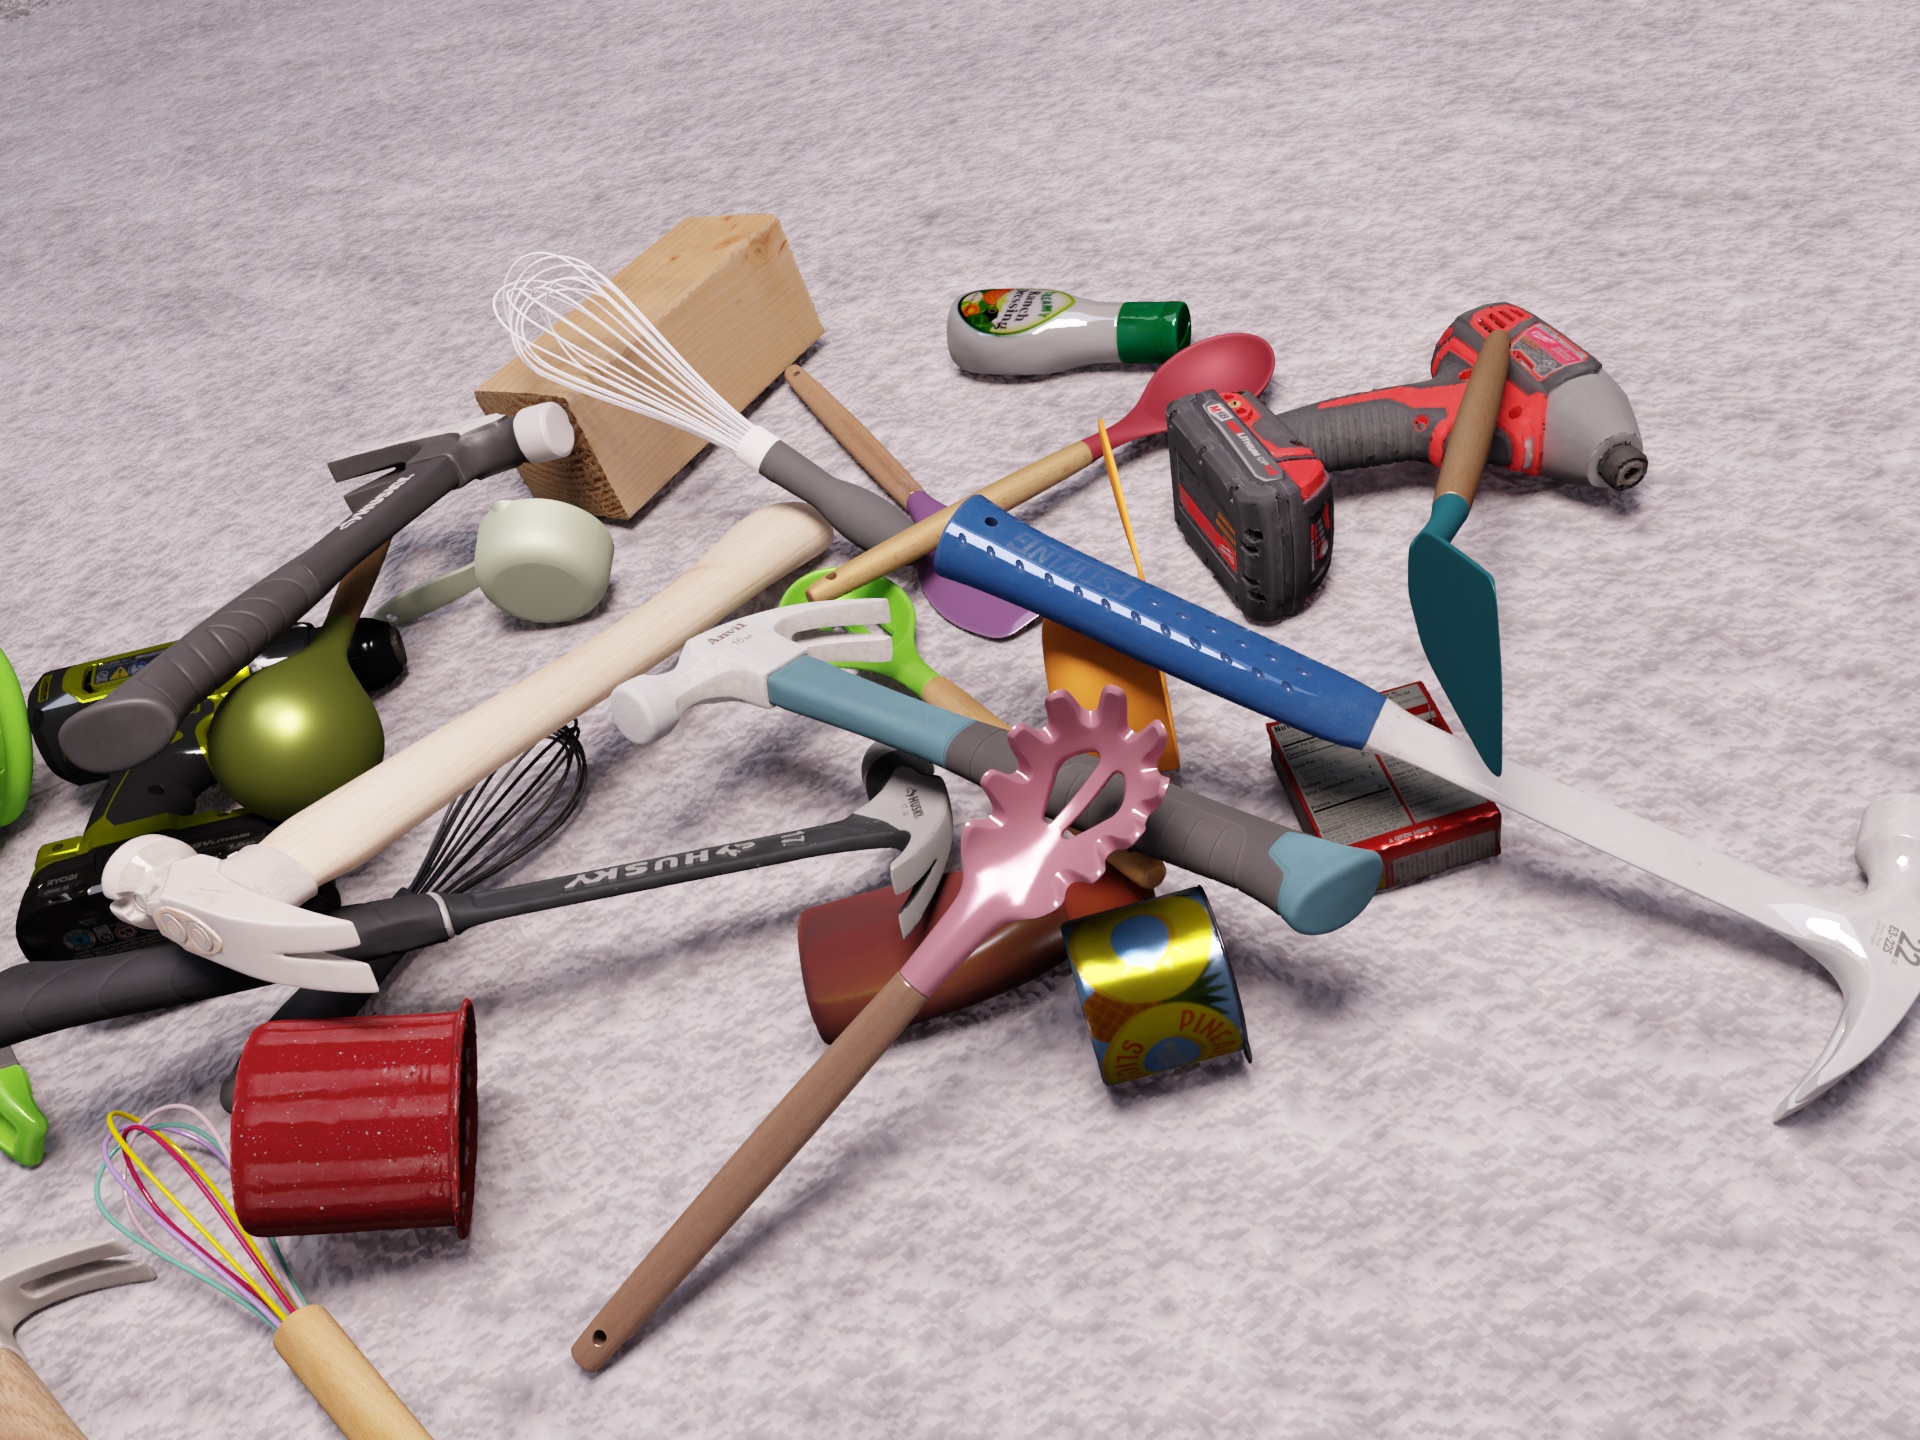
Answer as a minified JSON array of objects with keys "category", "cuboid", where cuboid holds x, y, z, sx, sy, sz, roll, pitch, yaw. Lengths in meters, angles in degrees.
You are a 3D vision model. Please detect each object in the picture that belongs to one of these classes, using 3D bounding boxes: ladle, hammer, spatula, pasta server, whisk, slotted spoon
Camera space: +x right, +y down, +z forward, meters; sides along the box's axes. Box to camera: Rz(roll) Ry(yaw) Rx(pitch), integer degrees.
[{"category":"ladle","cuboid":[-0.331,-0.051,0.855,0.078,0.062,0.320,13,25,-17]},{"category":"hammer","cuboid":[-0.292,0.294,0.562,0.331,0.031,0.130,22,56,33]},{"category":"hammer","cuboid":[0.171,0.010,0.625,0.405,0.035,0.144,26,58,15]},{"category":"hammer","cuboid":[-0.182,-0.013,0.755,0.146,0.038,0.411,10,34,31]},{"category":"spatula","cuboid":[0.223,-0.100,0.675,0.044,0.082,0.318,2,36,24]},{"category":"pasta server","cuboid":[-0.037,0.116,0.579,0.060,0.040,0.316,42,90,16]},{"category":"hammer","cuboid":[0.012,0.016,0.659,0.331,0.033,0.128,20,39,33]},{"category":"ladle","cuboid":[0.049,-0.137,0.875,0.315,0.031,0.069,-30,45,-21]},{"category":"whisk","cuboid":[-0.259,0.087,0.753,0.055,0.055,0.239,20,59,32]},{"category":"hammer","cuboid":[-0.327,-0.075,0.799,0.146,0.035,0.335,-9,29,20]},{"category":"whisk","cuboid":[-0.138,-0.166,0.879,0.284,0.070,0.070,34,58,5]},{"category":"whisk","cuboid":[-0.271,0.223,0.618,0.245,0.047,0.051,30,43,33]},{"category":"spatula","cuboid":[-0.039,-0.138,0.929,0.060,0.018,0.316,-35,46,-4]},{"category":"hammer","cuboid":[-0.201,0.082,0.670,0.409,0.036,0.149,-12,20,-5]},{"category":"slotted spoon","cuboid":[-0.001,-0.002,0.747,0.070,0.031,0.314,-28,37,-18]}]

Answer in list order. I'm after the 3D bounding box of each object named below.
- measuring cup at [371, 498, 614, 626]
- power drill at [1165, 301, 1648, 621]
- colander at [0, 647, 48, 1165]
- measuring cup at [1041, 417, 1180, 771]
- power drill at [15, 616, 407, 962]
[{"category":"measuring cup","cuboid":[-0.275,-0.072,0.911,0.167,0.083,0.038,-20,52,20]},{"category":"power drill","cuboid":[0.227,-0.136,0.807,0.219,0.078,0.143,-19,43,-7]},{"category":"colander","cuboid":[-0.516,0.061,0.820,0.094,0.204,0.397,-12,48,-48]},{"category":"measuring cup","cuboid":[0.060,-0.056,0.736,0.052,0.095,0.174,-13,74,8]},{"category":"power drill","cuboid":[-0.383,0.029,0.825,0.190,0.080,0.229,-15,40,-11]}]
